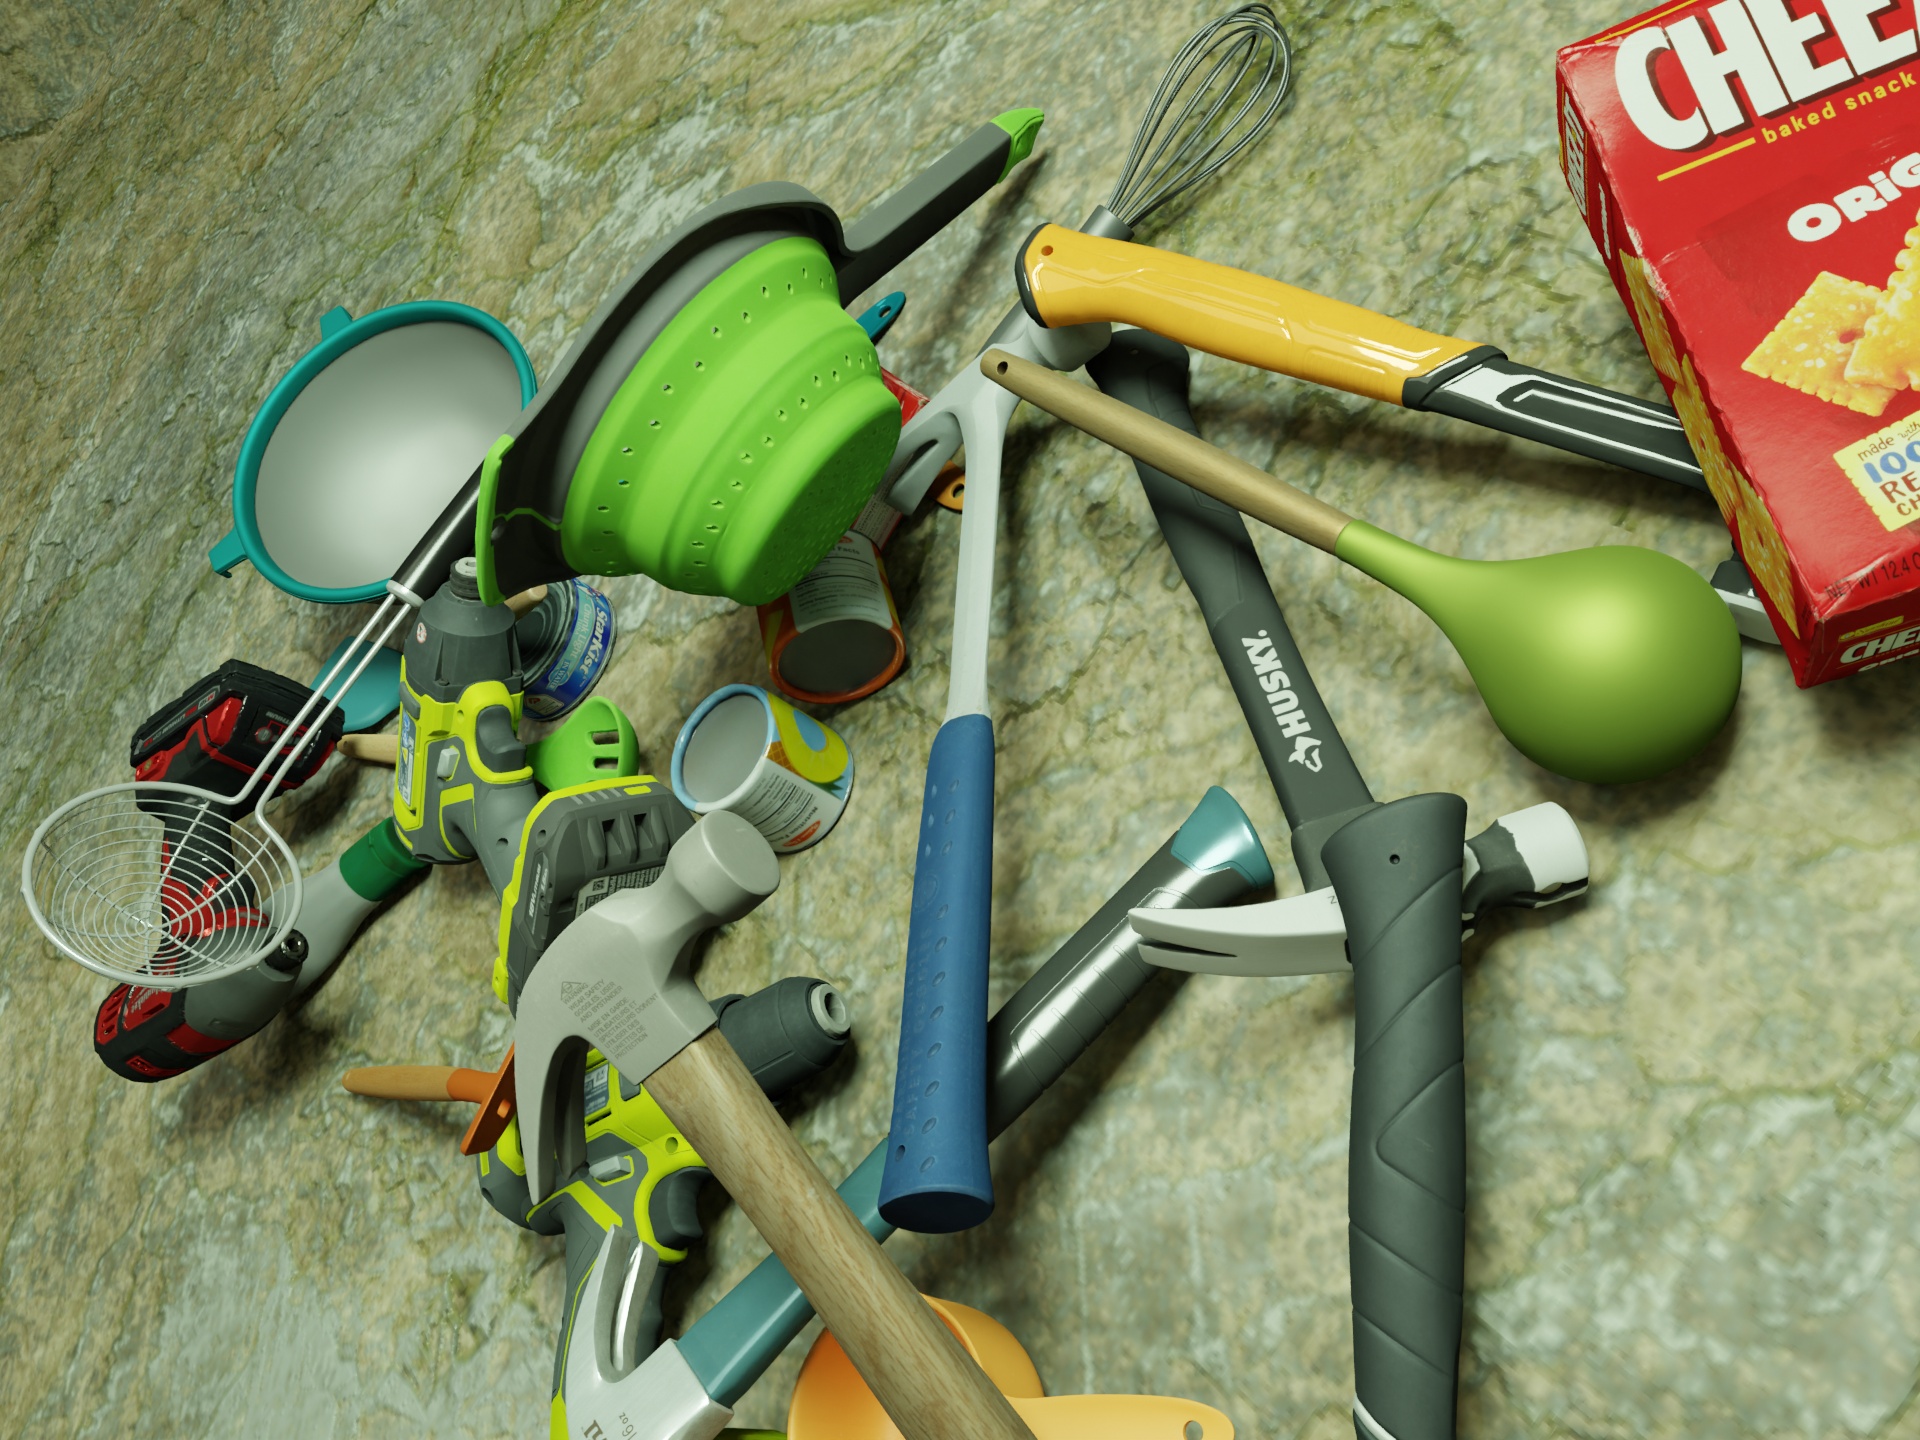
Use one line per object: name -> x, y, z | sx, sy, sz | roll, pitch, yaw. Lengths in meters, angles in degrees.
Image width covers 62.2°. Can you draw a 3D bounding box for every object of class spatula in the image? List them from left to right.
spatula -> -0.322, -0.042, 0.945 | 0.317, 0.044, 0.082 | -18, 42, 51
spatula -> -0.250, 0.166, 0.747 | 0.322, 0.041, 0.081 | -17, 43, 53

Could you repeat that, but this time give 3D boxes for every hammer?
hammer -> -0.018, 0.194, 0.483 | 0.130, 0.031, 0.331 | -40, 86, 21
hammer -> -0.007, 0.149, 0.570 | 0.331, 0.033, 0.128 | -44, 49, -10
hammer -> -0.001, -0.002, 0.631 | 0.144, 0.035, 0.406 | -32, 40, 38
hammer -> 0.102, -0.047, 0.625 | 0.146, 0.035, 0.335 | -18, 49, 3
hammer -> 0.166, -0.142, 0.596 | 0.337, 0.034, 0.127 | 25, 84, 30
hammer -> 0.127, 0.219, 0.437 | 0.149, 0.036, 0.409 | -4, 71, 25

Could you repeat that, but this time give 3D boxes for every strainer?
strainer -> -0.282, -0.141, 0.982 | 0.340, 0.095, 0.211 | 11, 72, 20

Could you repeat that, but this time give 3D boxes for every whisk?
whisk -> 0.075, -0.240, 0.770 | 0.239, 0.055, 0.055 | -50, 46, 12

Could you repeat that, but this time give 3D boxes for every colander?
colander -> -0.046, -0.168, 0.726 | 0.094, 0.204, 0.397 | 38, 57, 6

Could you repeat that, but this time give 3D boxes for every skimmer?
skimmer -> -0.331, -0.025, 0.835 | 0.363, 0.127, 0.090 | -58, 4, -17

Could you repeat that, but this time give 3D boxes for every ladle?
ladle -> 0.126, -0.075, 0.581 | 0.320, 0.062, 0.078 | 35, 107, 36

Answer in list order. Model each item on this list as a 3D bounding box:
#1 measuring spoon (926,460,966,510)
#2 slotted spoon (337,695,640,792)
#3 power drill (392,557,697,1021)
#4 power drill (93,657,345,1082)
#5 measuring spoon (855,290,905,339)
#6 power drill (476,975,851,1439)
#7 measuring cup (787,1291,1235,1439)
measuring spoon -> -0.025, -0.134, 0.812 | 0.021, 0.011, 0.117 | -52, 46, 4
slotted spoon -> -0.280, 0.019, 0.922 | 0.314, 0.031, 0.070 | 2, 86, 42
power drill -> -0.215, 0.037, 0.781 | 0.223, 0.080, 0.171 | 42, 129, 39
power drill -> -0.419, 0.083, 0.907 | 0.143, 0.078, 0.220 | -28, 52, 25
measuring spoon -> -0.073, -0.187, 0.881 | 0.128, 0.021, 0.042 | -44, 47, -2
power drill -> -0.116, 0.226, 0.646 | 0.190, 0.080, 0.229 | -30, 49, 23
measuring cup -> 0.023, 0.243, 0.543 | 0.173, 0.052, 0.095 | -14, 59, 31
